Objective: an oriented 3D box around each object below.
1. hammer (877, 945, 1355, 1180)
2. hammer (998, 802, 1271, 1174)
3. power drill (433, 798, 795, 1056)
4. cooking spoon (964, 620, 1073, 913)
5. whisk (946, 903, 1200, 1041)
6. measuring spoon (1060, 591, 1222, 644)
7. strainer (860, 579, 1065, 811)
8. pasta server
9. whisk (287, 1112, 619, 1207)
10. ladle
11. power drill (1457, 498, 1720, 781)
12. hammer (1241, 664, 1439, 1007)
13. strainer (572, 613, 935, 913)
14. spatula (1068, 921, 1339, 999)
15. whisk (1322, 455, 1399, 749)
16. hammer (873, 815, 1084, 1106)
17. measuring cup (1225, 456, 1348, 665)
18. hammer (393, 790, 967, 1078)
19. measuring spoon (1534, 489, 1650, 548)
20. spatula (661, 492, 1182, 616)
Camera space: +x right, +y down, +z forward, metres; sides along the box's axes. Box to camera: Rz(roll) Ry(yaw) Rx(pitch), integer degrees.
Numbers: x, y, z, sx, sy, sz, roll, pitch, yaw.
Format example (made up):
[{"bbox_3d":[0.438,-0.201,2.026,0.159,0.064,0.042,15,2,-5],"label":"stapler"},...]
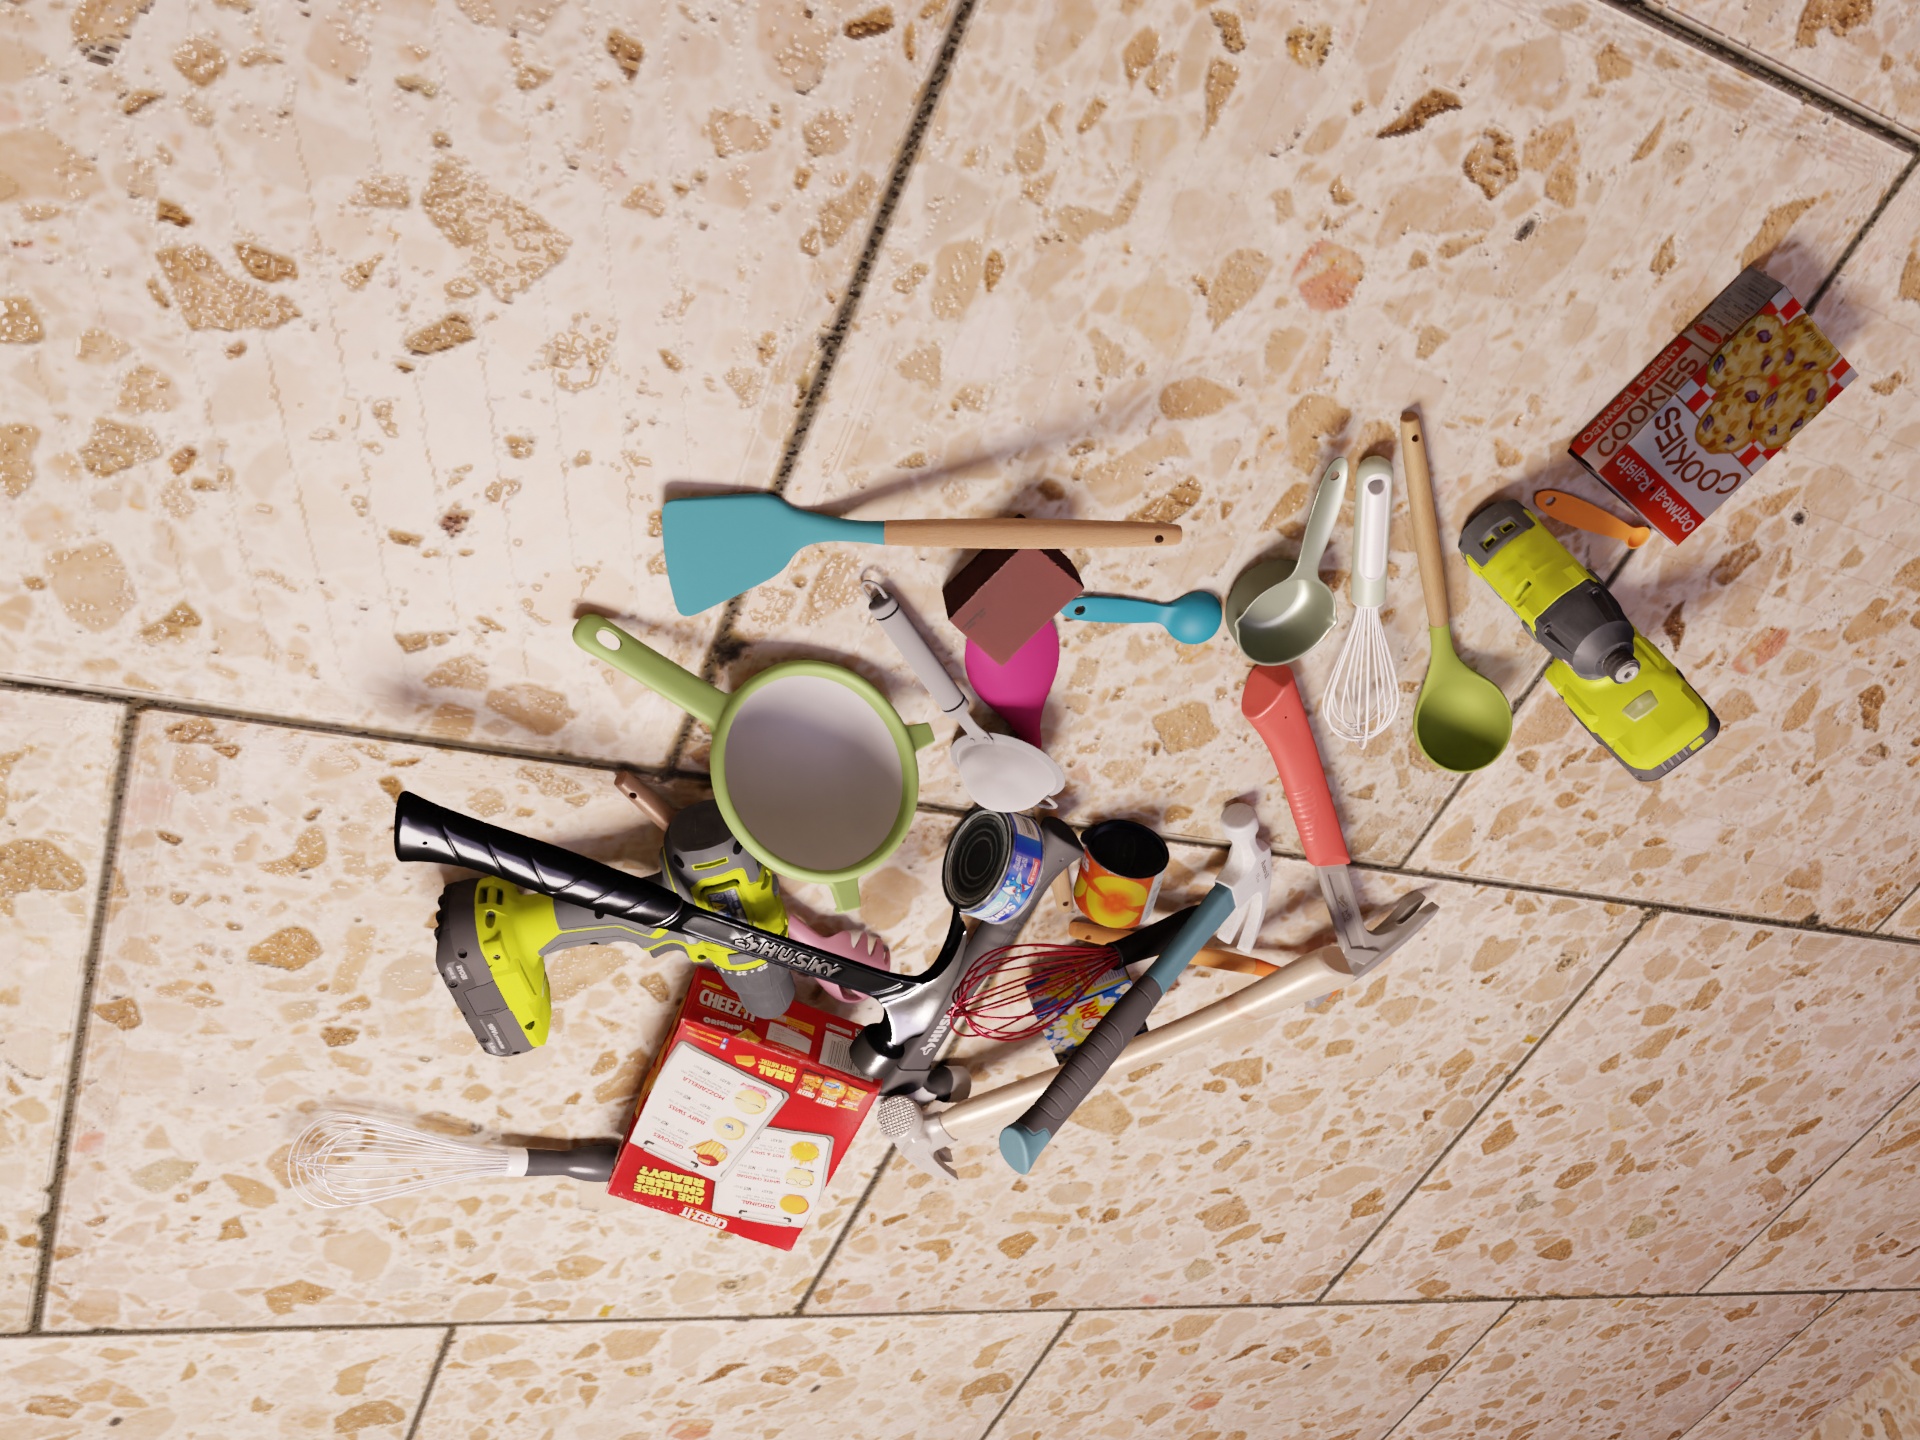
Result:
[{"bbox_3d":[0.140,0.291,1.355,0.410,0.038,0.146,-24,143,8],"label":"hammer"},{"bbox_3d":[0.142,0.218,1.253,0.331,0.033,0.128,-46,138,-22],"label":"hammer"},{"bbox_3d":[-0.234,0.160,1.125,0.228,0.080,0.190,-13,129,-2],"label":"power drill"},{"bbox_3d":[0.058,0.038,1.187,0.069,0.017,0.318,-17,132,-3],"label":"cooking spoon"},{"bbox_3d":[0.108,0.193,1.268,0.295,0.073,0.073,-13,136,-38],"label":"whisk"},{"bbox_3d":[0.130,-0.071,1.119,0.128,0.021,0.042,2,128,-23],"label":"measuring spoon"},{"bbox_3d":[-0.002,-0.004,1.109,0.087,0.050,0.258,-6,134,36],"label":"strainer"},{"bbox_3d":[-0.150,0.129,1.186,0.060,0.040,0.315,-34,128,10],"label":"pasta server"},{"bbox_3d":[-0.387,0.351,1.269,0.284,0.070,0.070,11,124,-34],"label":"whisk"},{"bbox_3d":[0.355,-0.086,1.168,0.078,0.062,0.319,-23,130,0],"label":"ladle"},{"bbox_3d":[0.465,-0.050,1.163,0.080,0.171,0.223,-41,134,16],"label":"power drill"},{"bbox_3d":[0.300,0.085,1.294,0.149,0.037,0.358,-36,130,-11],"label":"hammer"},{"bbox_3d":[-0.150,0.012,1.053,0.256,0.152,0.069,33,151,-17],"label":"strainer"},{"bbox_3d":[0.231,0.205,1.392,0.322,0.041,0.081,15,121,-25],"label":"spatula"},{"bbox_3d":[0.296,-0.081,1.157,0.058,0.059,0.246,-4,127,5],"label":"whisk"},{"bbox_3d":[0.004,0.201,1.278,0.146,0.035,0.334,8,129,-30],"label":"hammer"},{"bbox_3d":[0.234,-0.116,1.111,0.083,0.038,0.167,-2,127,-19],"label":"measuring cup"},{"bbox_3d":[-0.176,0.129,1.049,0.408,0.036,0.149,24,115,-29],"label":"hammer"},{"bbox_3d":[0.470,-0.152,1.186,0.116,0.011,0.021,15,123,-26],"label":"measuring spoon"},{"bbox_3d":[-0.022,-0.109,0.985,0.317,0.044,0.082,0,125,3],"label":"spatula"}]
